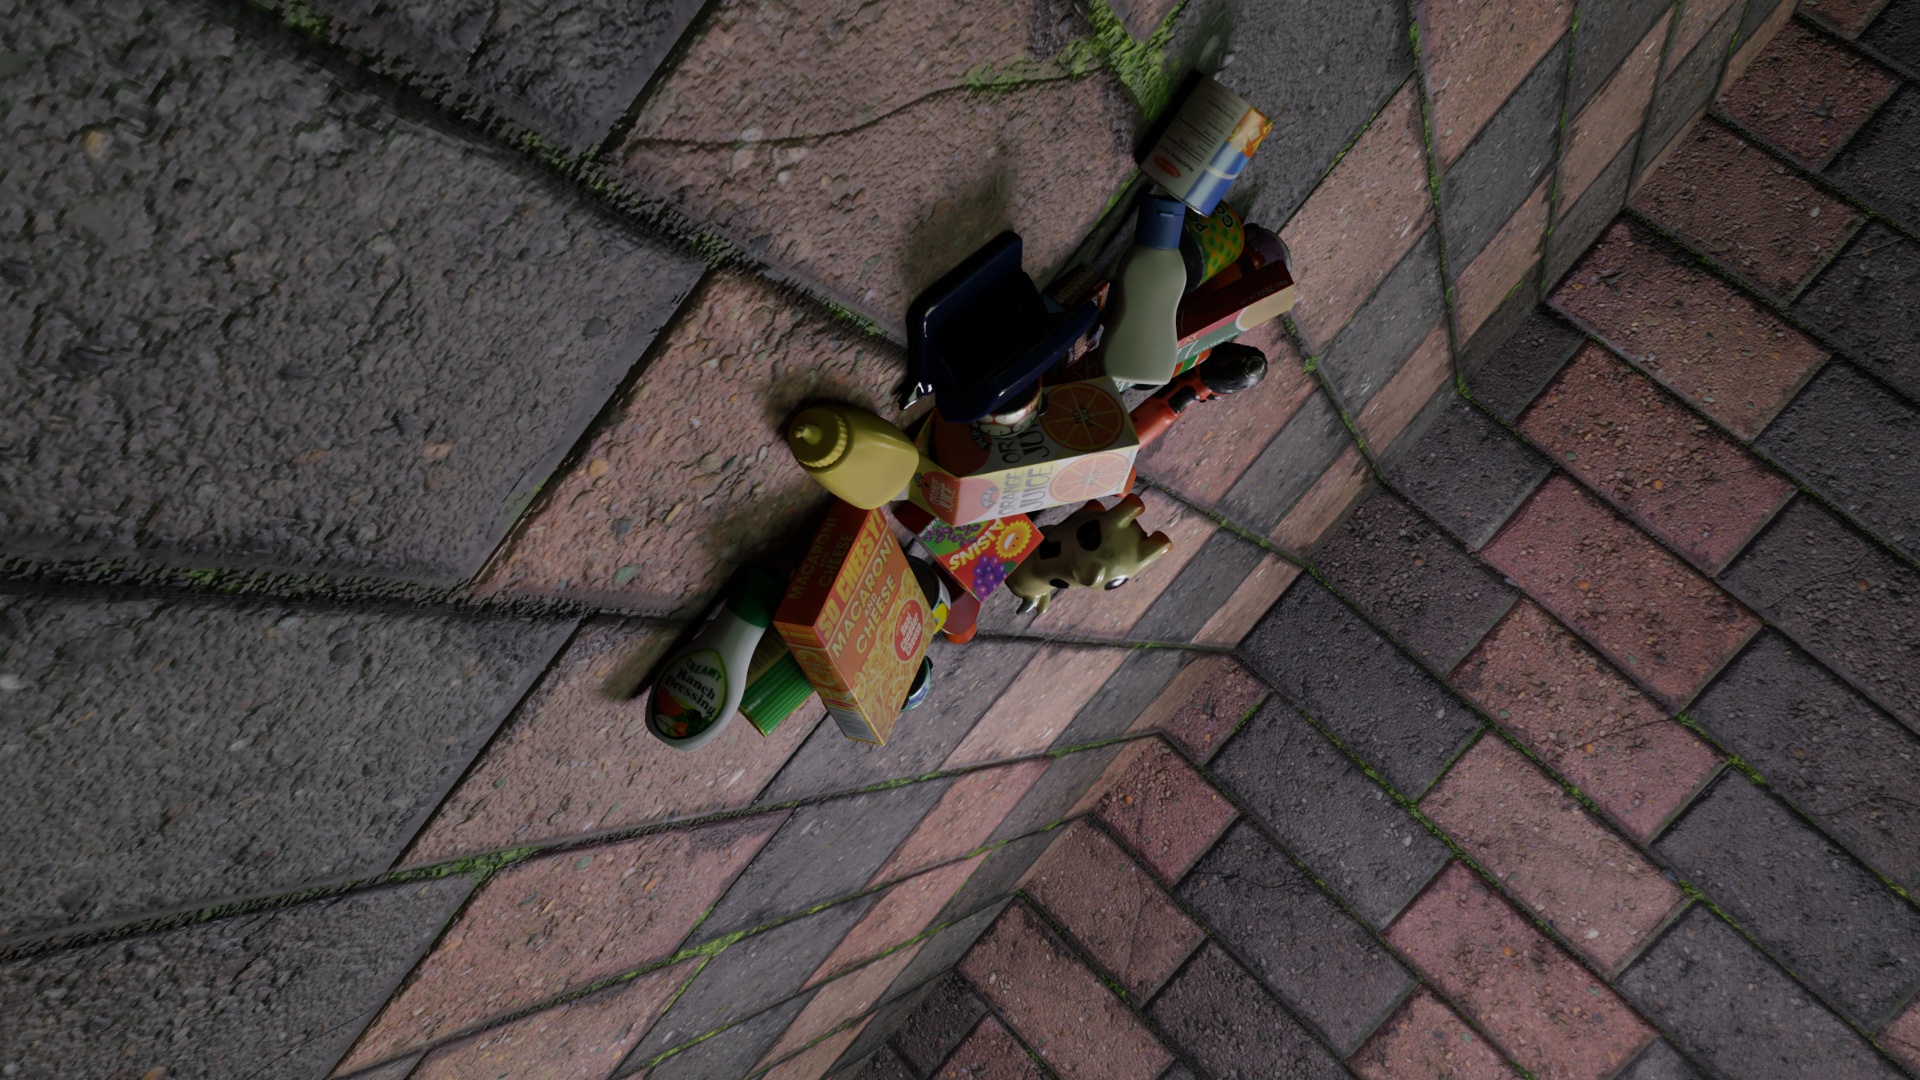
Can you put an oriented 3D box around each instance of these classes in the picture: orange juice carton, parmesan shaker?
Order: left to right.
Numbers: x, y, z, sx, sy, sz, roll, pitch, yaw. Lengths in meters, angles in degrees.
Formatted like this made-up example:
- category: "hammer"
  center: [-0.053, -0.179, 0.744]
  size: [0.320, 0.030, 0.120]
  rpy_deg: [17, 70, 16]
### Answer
- category: "parmesan shaker"
  center: [-0.141, 0.103, 1.130]
  size: [0.103, 0.071, 0.071]
  rpy_deg: [-42, 160, -14]
- category: "orange juice carton"
  center: [0.038, -0.068, 1.113]
  size: [0.193, 0.073, 0.071]
  rpy_deg: [-11, 150, -13]

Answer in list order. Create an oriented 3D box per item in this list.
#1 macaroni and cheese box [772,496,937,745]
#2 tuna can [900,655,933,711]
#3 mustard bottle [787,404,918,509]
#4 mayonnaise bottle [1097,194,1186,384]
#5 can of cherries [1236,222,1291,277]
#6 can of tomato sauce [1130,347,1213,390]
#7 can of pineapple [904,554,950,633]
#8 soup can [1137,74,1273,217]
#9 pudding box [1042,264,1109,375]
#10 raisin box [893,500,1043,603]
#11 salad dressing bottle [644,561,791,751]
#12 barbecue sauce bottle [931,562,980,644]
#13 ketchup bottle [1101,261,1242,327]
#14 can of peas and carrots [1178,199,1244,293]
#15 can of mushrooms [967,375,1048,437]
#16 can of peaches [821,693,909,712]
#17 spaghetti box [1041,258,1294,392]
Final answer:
- category: "macaroni and cheese box"
  center: [-0.079, 0.064, 1.086]
  size: [0.124, 0.040, 0.165]
  rpy_deg: [-66, 150, -32]
- category: "tuna can"
  center: [-0.060, 0.131, 1.363]
  size: [0.071, 0.071, 0.032]
  rpy_deg: [-42, 160, -15]
- category: "mustard bottle"
  center: [-0.081, -0.064, 0.965]
  size: [0.065, 0.049, 0.160]
  rpy_deg: [-49, 160, 5]
- category: "mayonnaise bottle"
  center: [0.152, -0.202, 1.121]
  size: [0.041, 0.065, 0.147]
  rpy_deg: [-102, -161, -69]
- category: "can of cherries"
  center: [0.265, -0.257, 1.302]
  size: [0.059, 0.071, 0.071]
  rpy_deg: [-29, 154, -40]
- category: "can of tomato sauce"
  center: [0.186, -0.182, 1.271]
  size: [0.083, 0.071, 0.070]
  rpy_deg: [-30, 154, -43]
- category: "can of pineapple"
  center: [-0.047, 0.053, 1.240]
  size: [0.071, 0.071, 0.057]
  rpy_deg: [-45, 161, -5]
- category: "soup can"
  center: [0.185, -0.296, 1.046]
  size: [0.083, 0.071, 0.071]
  rpy_deg: [-54, 160, 19]
- category: "pudding box"
  center: [0.090, -0.179, 1.129]
  size: [0.050, 0.030, 0.083]
  rpy_deg: [-40, 160, -23]
- category: "raisin box"
  center: [0.009, -0.012, 1.209]
  size: [0.086, 0.040, 0.123]
  rpy_deg: [-47, 137, -4]
- category: "salad dressing bottle"
  center: [-0.180, 0.086, 1.040]
  size: [0.147, 0.064, 0.044]
  rpy_deg: [-58, 173, 5]
- category: "barbecue sauce bottle"
  center: [-0.007, 0.065, 1.384]
  size: [0.065, 0.044, 0.148]
  rpy_deg: [-43, 161, -12]
- category: "ketchup bottle"
  center: [0.183, -0.216, 1.212]
  size: [0.149, 0.064, 0.043]
  rpy_deg: [-21, 177, -35]
- category: "can of peas and carrots"
  center: [0.194, -0.250, 1.157]
  size: [0.059, 0.071, 0.070]
  rpy_deg: [-36, 158, -30]
- category: "can of mushrooms"
  center: [0.033, -0.116, 1.071]
  size: [0.071, 0.071, 0.033]
  rpy_deg: [-42, 159, -15]
- category: "can of peaches"
  center: [-0.090, 0.138, 1.309]
  size: [0.071, 0.071, 0.058]
  rpy_deg: [-52, 159, 14]
- category: "spaghetti box"
  center: [0.167, -0.166, 1.190]
  size: [0.250, 0.029, 0.050]
  rpy_deg: [-26, 161, 4]
